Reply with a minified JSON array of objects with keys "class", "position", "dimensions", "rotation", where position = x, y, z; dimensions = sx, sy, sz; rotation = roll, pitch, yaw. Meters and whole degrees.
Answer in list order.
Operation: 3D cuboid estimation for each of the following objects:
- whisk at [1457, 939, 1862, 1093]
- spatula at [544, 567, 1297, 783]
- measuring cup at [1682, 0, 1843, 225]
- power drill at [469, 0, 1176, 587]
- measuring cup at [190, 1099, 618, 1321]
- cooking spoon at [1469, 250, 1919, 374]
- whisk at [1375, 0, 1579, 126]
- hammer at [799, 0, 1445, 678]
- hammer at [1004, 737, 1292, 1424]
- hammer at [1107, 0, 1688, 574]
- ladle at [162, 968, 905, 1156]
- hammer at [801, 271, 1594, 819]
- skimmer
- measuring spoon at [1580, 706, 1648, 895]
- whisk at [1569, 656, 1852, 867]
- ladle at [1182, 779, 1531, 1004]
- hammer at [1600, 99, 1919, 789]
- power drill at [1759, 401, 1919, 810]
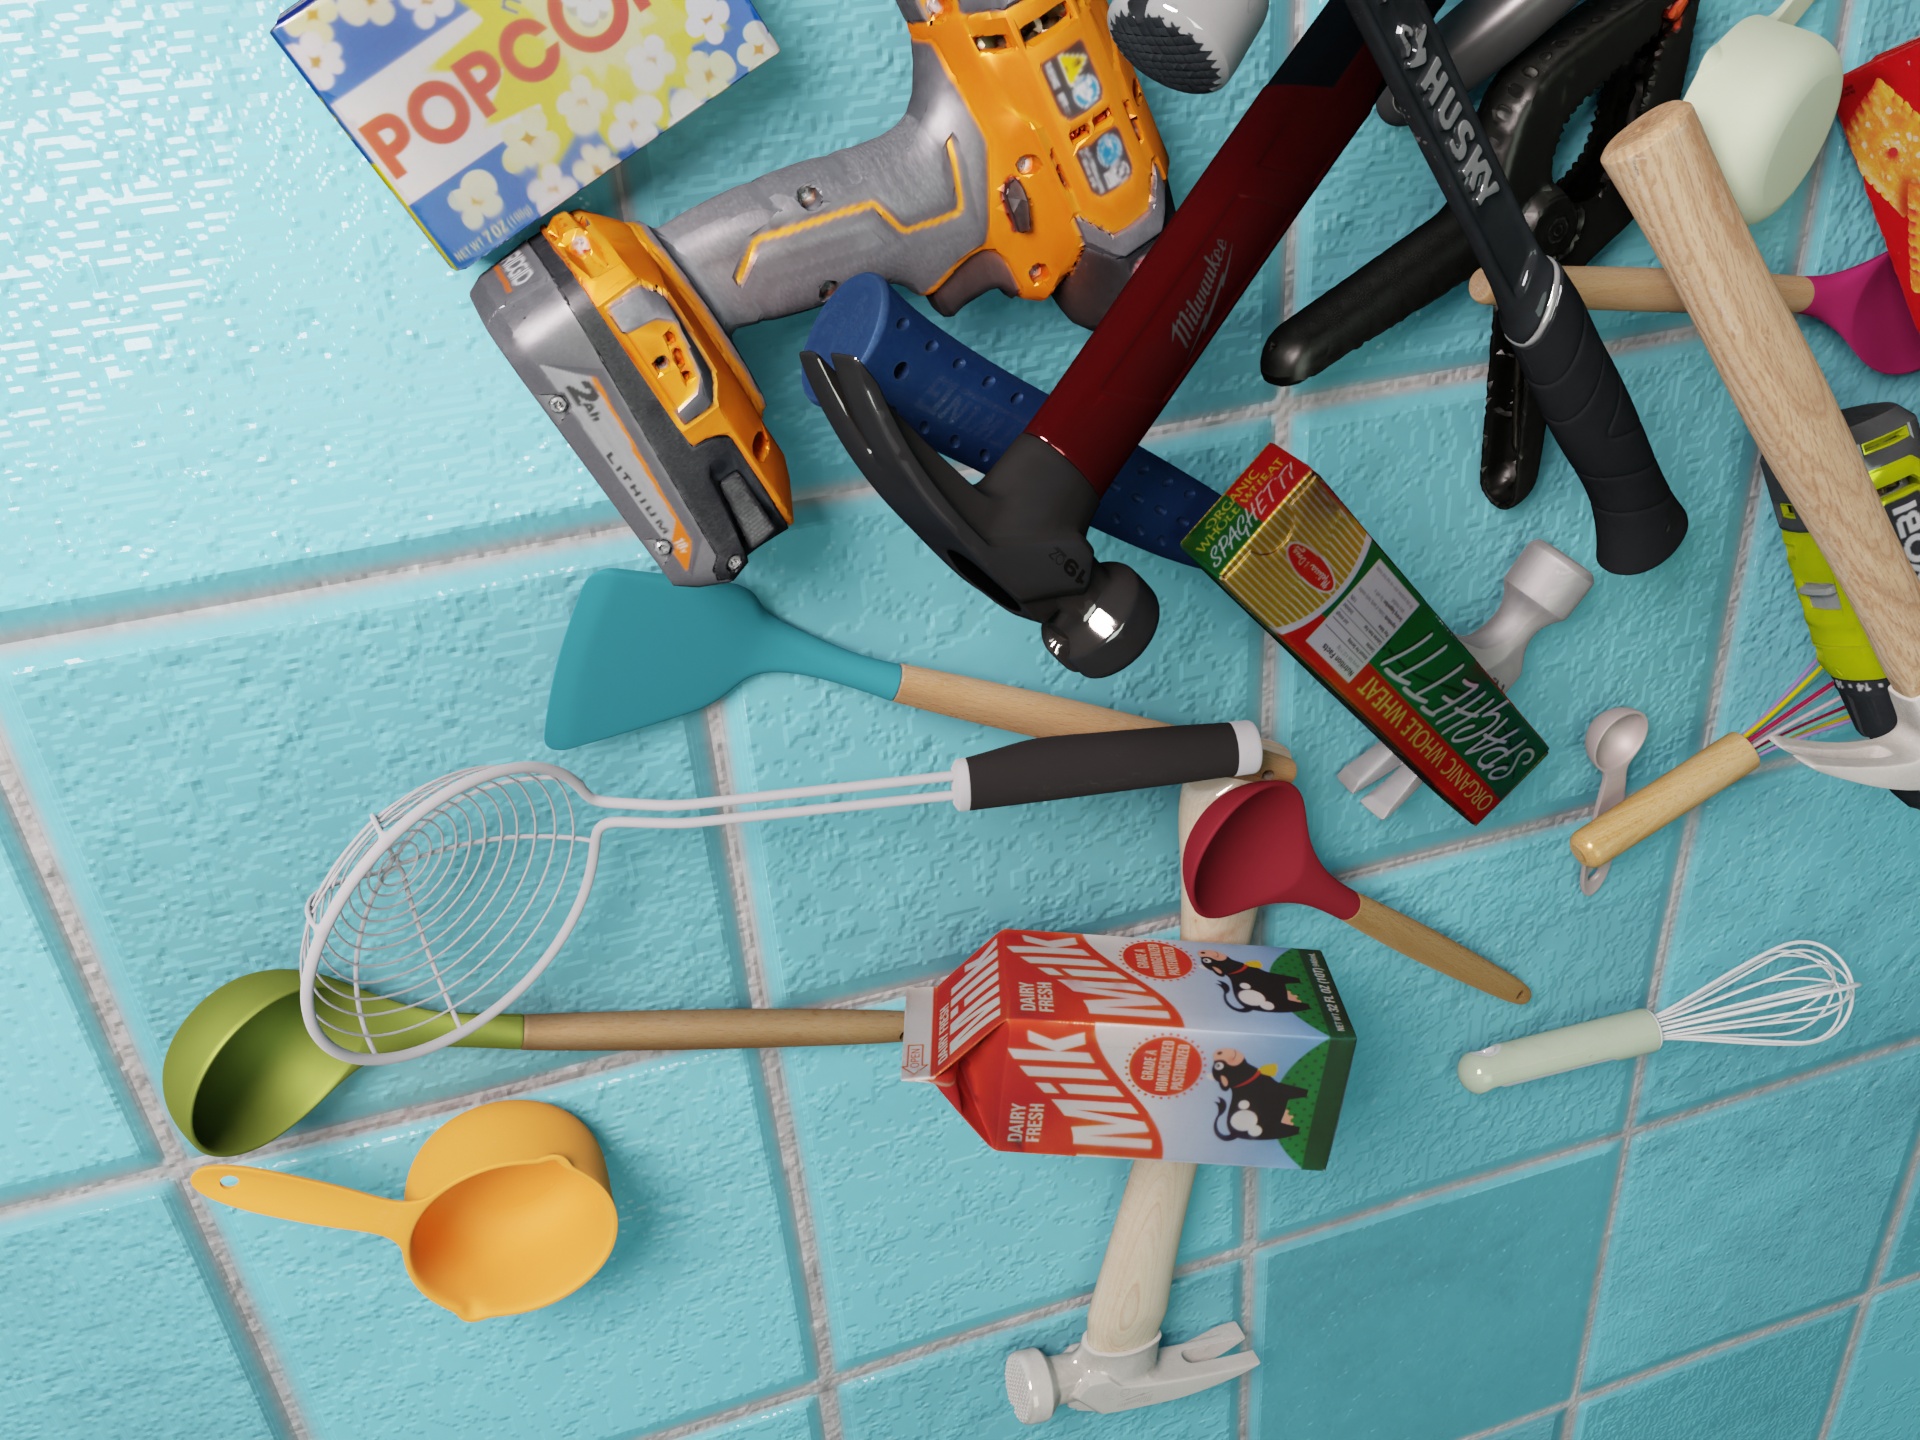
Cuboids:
[{"class":"whisk","position":[0.393,0.172,0.891],"dimensions":[0.246,0.058,0.059],"rotation":[-11,86,-9]},{"class":"spatula","position":[-0.001,-0.002,0.639],"dimensions":[0.317,0.044,0.082],"rotation":[12,123,-18]},{"class":"measuring cup","position":[0.337,-0.268,0.618],"dimensions":[0.167,0.038,0.083],"rotation":[-54,148,4]},{"class":"power drill","position":[-0.028,-0.145,0.542],"dimensions":[0.226,0.084,0.164],"rotation":[-35,125,-3]},{"class":"measuring cup","position":[-0.231,0.194,0.672],"dimensions":[0.173,0.052,0.095],"rotation":[21,109,-26]},{"class":"cooking spoon","position":[0.334,-0.180,0.666],"dimensions":[0.318,0.017,0.068],"rotation":[-7,121,-27]},{"class":"whisk","position":[0.244,-0.284,0.540],"dimensions":[0.055,0.055,0.239],"rotation":[34,129,-31]},{"class":"hammer","position":[0.105,-0.207,0.503],"dimensions":[0.143,0.038,0.386],"rotation":[41,79,-36]},{"class":"hammer","position":[0.120,0.195,0.809],"dimensions":[0.146,0.038,0.410],"rotation":[-3,118,-20]},{"class":"hammer","position":[0.190,-0.159,0.542],"dimensions":[0.408,0.036,0.149],"rotation":[34,84,-48]},{"class":"ladle","position":[-0.156,0.139,0.666],"dimensions":[0.320,0.062,0.078],"rotation":[4,120,-25]},{"class":"hammer","position":[0.103,-0.061,0.611],"dimensions":[0.405,0.035,0.144],"rotation":[19,112,-42]},{"class":"skimmer","position":[-0.054,0.054,0.598],"dimensions":[0.363,0.090,0.127],"rotation":[-7,137,-8]},{"class":"measuring spoon","position":[0.326,0.042,0.815],"dimensions":[0.034,0.018,0.124],"rotation":[-22,130,-17]},{"class":"whisk","position":[0.415,0.007,0.800],"dimensions":[0.245,0.051,0.047],"rotation":[-31,132,-3]},{"class":"ladle","position":[0.200,0.095,0.763],"dimensions":[0.315,0.031,0.069],"rotation":[27,99,-41]},{"class":"hammer","position":[0.347,-0.099,0.644],"dimensions":[0.130,0.031,0.331],"rotation":[-38,112,7]},{"class":"power drill","position":[0.500,-0.080,0.743],"dimensions":[0.228,0.080,0.190],"rotation":[-24,100,-7]}]
